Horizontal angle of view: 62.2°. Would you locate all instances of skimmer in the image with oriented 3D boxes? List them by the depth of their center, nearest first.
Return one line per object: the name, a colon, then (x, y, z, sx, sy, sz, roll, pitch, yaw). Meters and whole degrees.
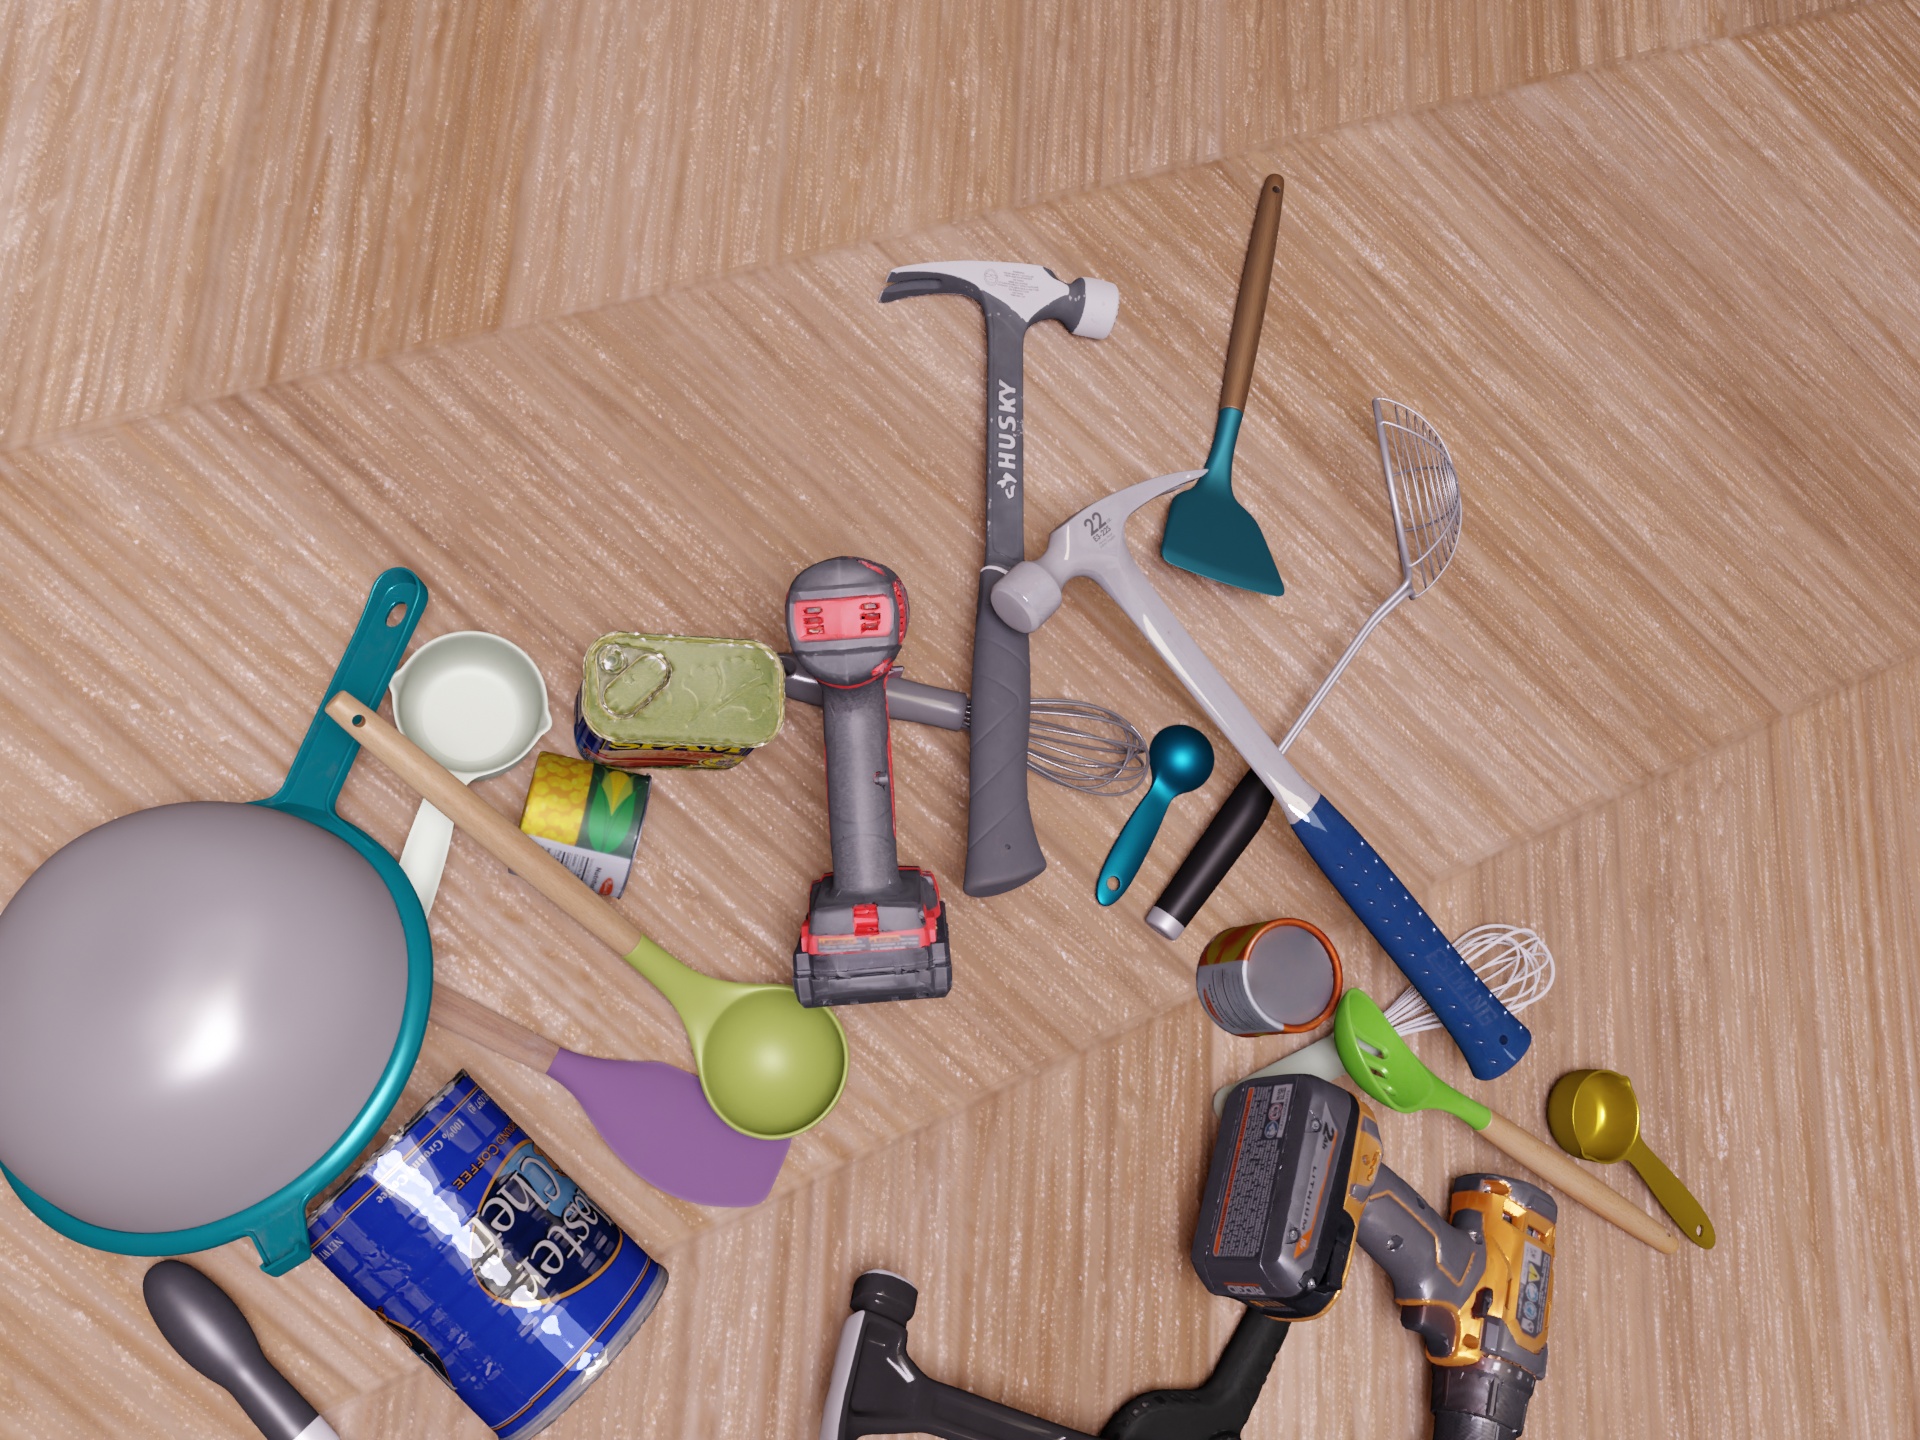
skimmer: (0.200, -0.034, 0.976, 0.090, 0.127, 0.363, 30, 79, 30)

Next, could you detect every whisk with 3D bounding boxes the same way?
whisk: (-0.277, 0.357, 0.726, 0.070, 0.070, 0.284, -42, 87, -22)
whisk: (-0.002, -0.002, 0.910, 0.239, 0.055, 0.055, 13, 73, -11)
whisk: (0.255, 0.183, 0.954, 0.246, 0.057, 0.059, -21, 50, -19)

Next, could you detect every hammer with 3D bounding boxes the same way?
hammer: (0.088, 0.389, 0.796, 0.336, 0.034, 0.127, 23, 47, -12)
hammer: (0.193, 0.038, 0.900, 0.144, 0.035, 0.405, -43, 99, -22)
hammer: (0.021, -0.097, 0.910, 0.149, 0.036, 0.409, 8, 65, -14)

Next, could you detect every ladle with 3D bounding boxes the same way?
ladle: (-0.176, 0.096, 0.773, 0.320, 0.062, 0.078, 45, 74, -24)

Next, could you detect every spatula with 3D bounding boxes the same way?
spatula: (-0.231, 0.163, 0.805, 0.315, 0.018, 0.060, 30, 63, -10)
spatula: (0.185, -0.224, 1.024, 0.082, 0.044, 0.318, 16, 72, -11)

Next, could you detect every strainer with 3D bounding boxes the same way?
strainer: (-0.331, 0.060, 0.714, 0.211, 0.095, 0.341, 11, 66, 14)

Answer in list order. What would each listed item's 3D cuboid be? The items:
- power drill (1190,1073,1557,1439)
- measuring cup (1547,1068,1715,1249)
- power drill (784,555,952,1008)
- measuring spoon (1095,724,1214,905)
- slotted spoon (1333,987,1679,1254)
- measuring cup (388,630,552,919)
power drill: (0.235, 0.314, 0.870, 0.226, 0.084, 0.185, 32, 59, -22)
measuring cup: (0.422, 0.279, 0.999, 0.156, 0.029, 0.062, 48, 66, -16)
power drill: (-0.051, 0.025, 0.818, 0.078, 0.143, 0.219, -4, 96, -1)
measuring spoon: (0.116, 0.055, 0.944, 0.042, 0.021, 0.129, 35, 67, -8)
slotted spoon: (0.324, 0.248, 0.938, 0.313, 0.031, 0.070, 34, 35, -21)
measuring cup: (-0.264, 0.037, 0.815, 0.083, 0.038, 0.168, 16, 75, -14)
